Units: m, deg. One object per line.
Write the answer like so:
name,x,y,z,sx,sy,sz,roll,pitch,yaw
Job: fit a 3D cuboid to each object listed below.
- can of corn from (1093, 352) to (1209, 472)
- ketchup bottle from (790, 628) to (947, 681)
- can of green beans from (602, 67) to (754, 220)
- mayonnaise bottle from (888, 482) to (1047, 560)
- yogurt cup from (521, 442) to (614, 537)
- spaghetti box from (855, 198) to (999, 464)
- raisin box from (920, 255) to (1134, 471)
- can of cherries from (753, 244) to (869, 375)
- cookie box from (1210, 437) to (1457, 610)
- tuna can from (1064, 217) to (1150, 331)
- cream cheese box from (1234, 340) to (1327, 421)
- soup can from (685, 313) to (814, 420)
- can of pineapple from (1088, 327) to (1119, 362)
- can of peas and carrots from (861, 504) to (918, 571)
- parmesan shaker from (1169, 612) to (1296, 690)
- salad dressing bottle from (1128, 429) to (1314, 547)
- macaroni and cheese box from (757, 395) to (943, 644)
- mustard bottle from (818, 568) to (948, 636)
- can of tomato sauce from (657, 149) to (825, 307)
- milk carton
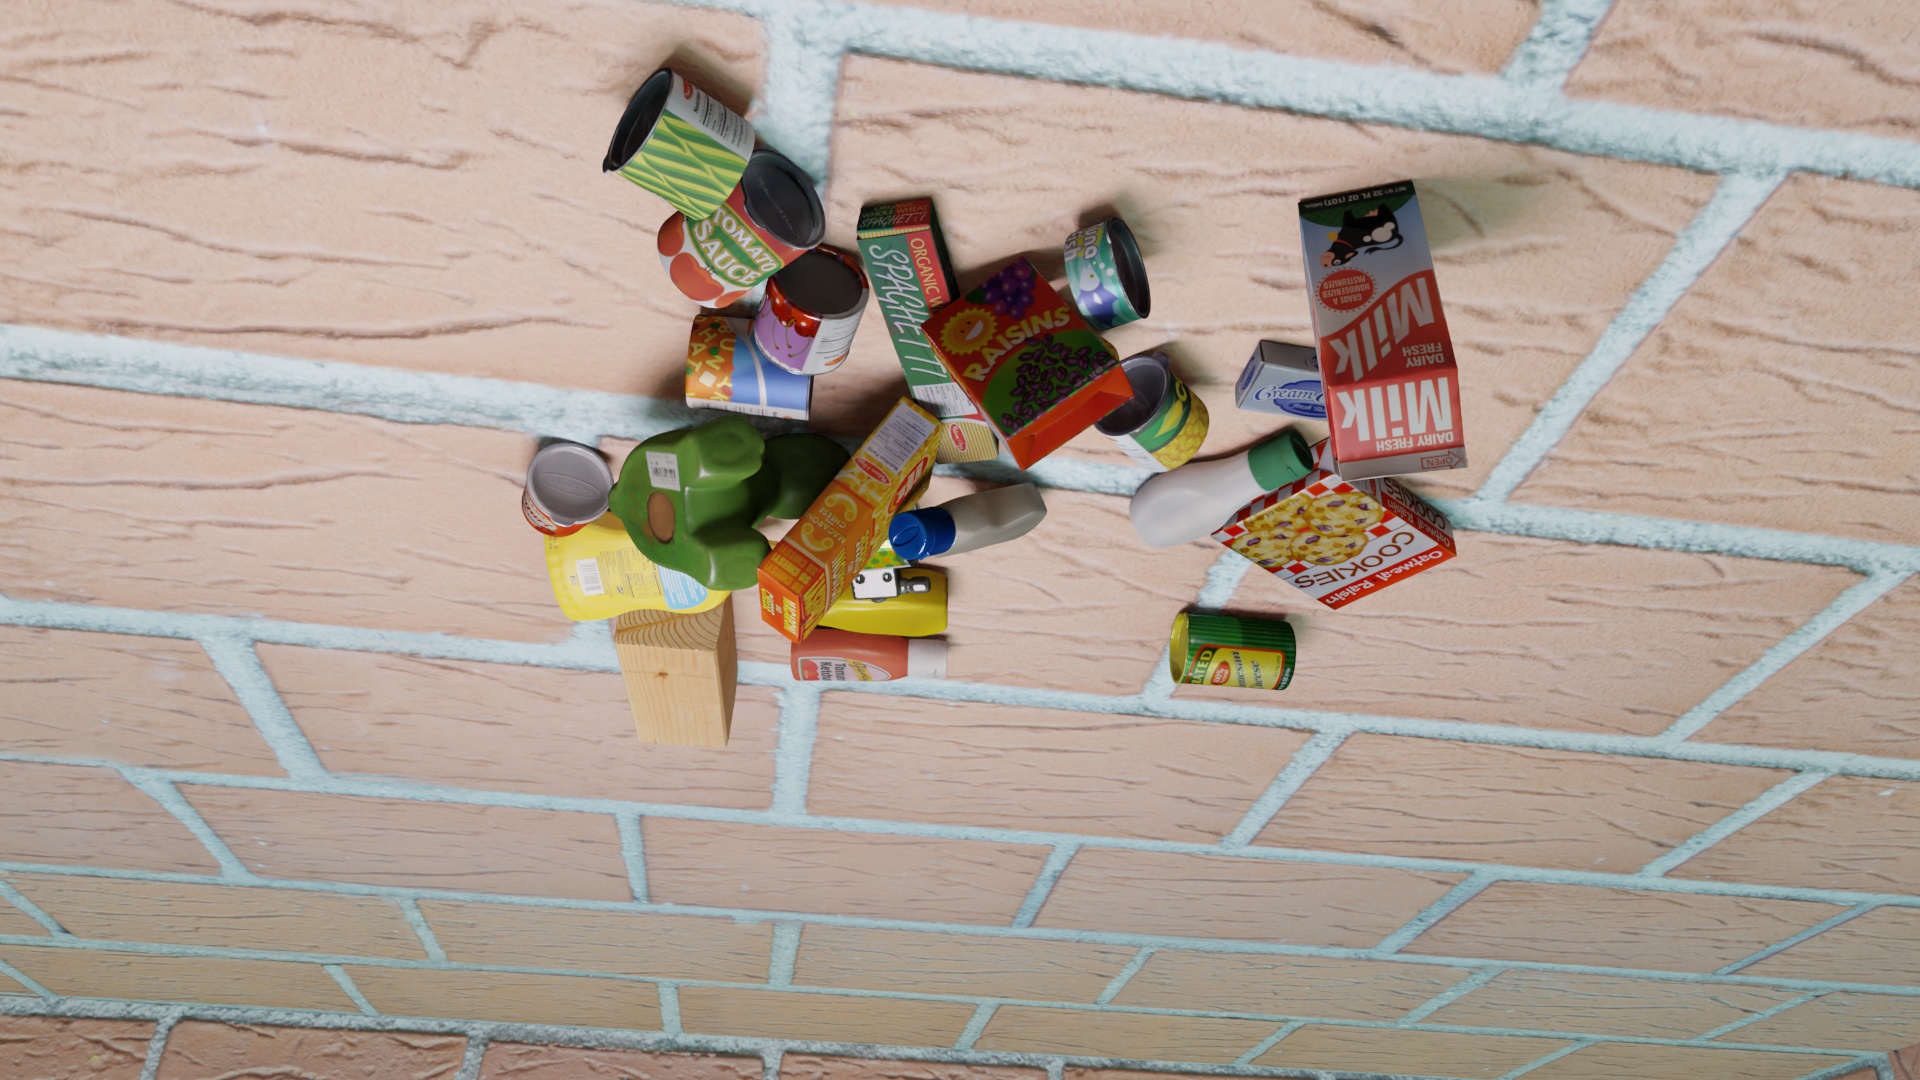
can of corn,0.137,-0.092,0.993,0.071,0.071,0.058,-22,141,32
ketchup bottle,-0.087,0.111,1.336,0.149,0.044,0.064,2,147,-1
can of green beans,-0.160,-0.226,0.795,0.058,0.071,0.071,27,139,-34
mayonnaise bottle,0.004,-0.013,1.074,0.064,0.041,0.148,-32,168,35
yogurt cup,-0.314,-0.037,1.099,0.072,0.072,0.053,18,151,-23
spaghetti box,-0.018,-0.136,0.962,0.050,0.029,0.249,-5,147,10
raisin box,0.041,-0.115,0.881,0.086,0.124,0.040,-35,143,0
can of cherries,-0.100,-0.153,0.908,0.071,0.072,0.058,11,146,-14
cookie box,0.304,-0.010,1.135,0.167,0.040,0.122,27,139,-32
tuna can,0.092,-0.168,0.873,0.033,0.071,0.071,-15,143,25
cream cheese box,0.254,-0.111,0.994,0.104,0.024,0.053,7,146,-9
soup can,-0.143,-0.122,0.958,0.084,0.072,0.071,6,147,-5
can of pineapple,0.068,-0.121,0.948,0.058,0.071,0.070,28,139,-35
can of peas and carrots,-0.069,-0.011,1.127,0.059,0.071,0.070,-7,146,13
parmesan shaker,0.252,0.101,1.287,0.103,0.071,0.071,4,147,-5
salad dressing bottle,0.203,-0.041,1.088,0.147,0.044,0.064,-26,127,34
macaroni and cheese box,-0.080,-0.012,1.016,0.040,0.167,0.123,35,160,7
mustard bottle,-0.091,0.053,1.240,0.160,0.049,0.065,3,147,-1
can of tomato sauce,-0.135,-0.188,0.849,0.083,0.071,0.071,-25,138,36
milk carton,0.250,-0.117,0.830,0.072,0.191,0.073,-7,146,14
